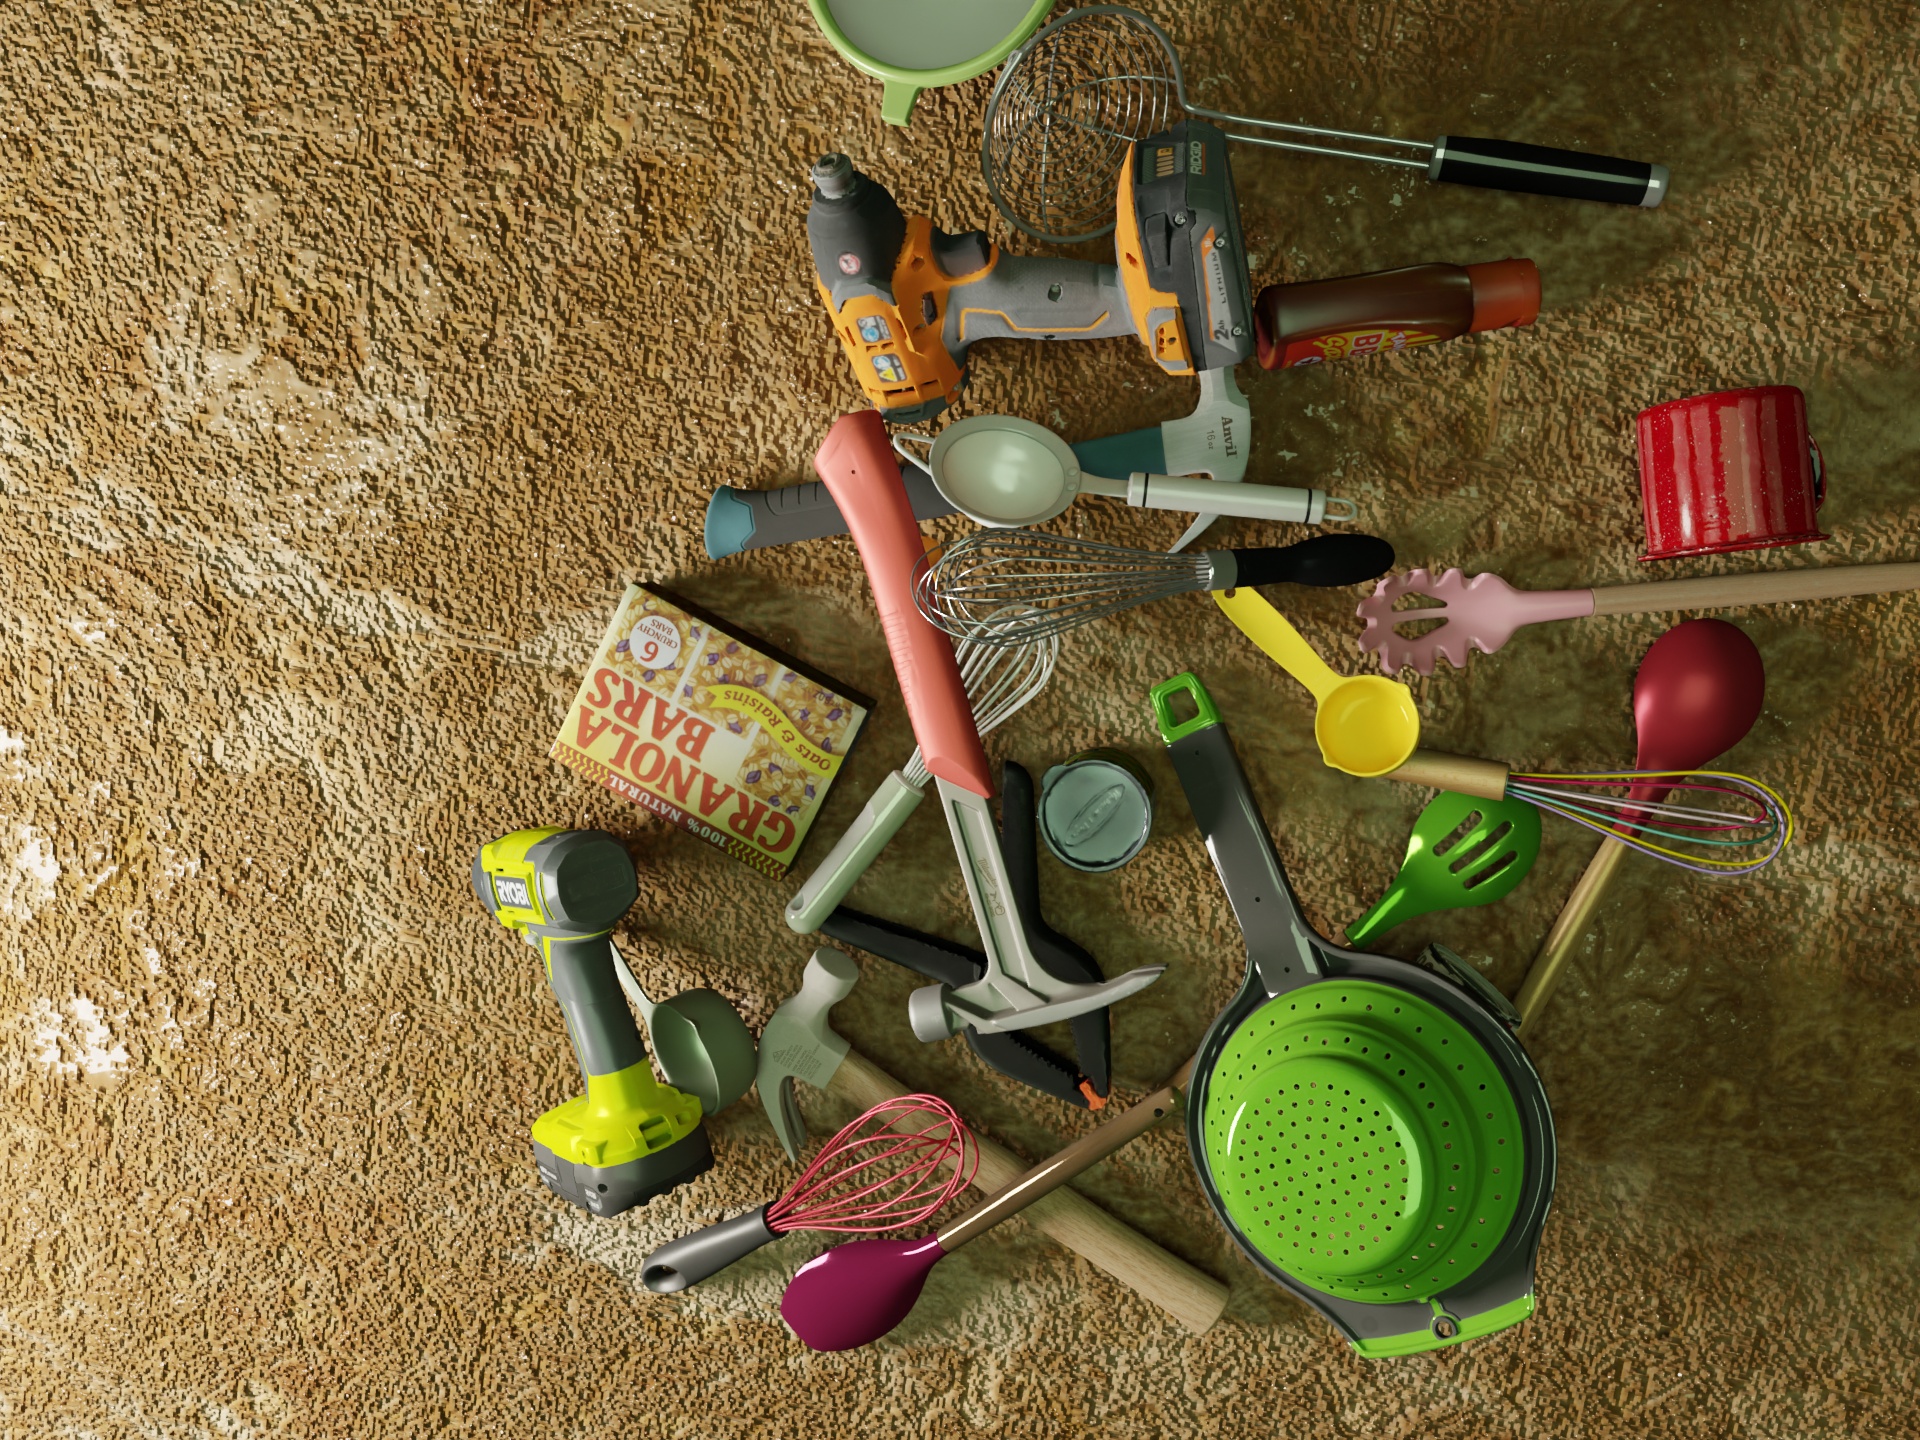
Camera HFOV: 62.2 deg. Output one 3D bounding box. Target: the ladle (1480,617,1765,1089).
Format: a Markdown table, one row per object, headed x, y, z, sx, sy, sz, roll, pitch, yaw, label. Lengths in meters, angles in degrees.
| x | y | z | sx | sy | sz | roll | pitch | yaw | label |
| --- | --- | --- | --- | --- | --- | --- | --- | --- | --- |
| 0.366 | 0.088 | 0.912 | 0.069 | 0.031 | 0.315 | 26 | 103 | 7 | ladle |

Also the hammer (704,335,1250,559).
| x | y | z | sx | sy | sz | roll | pitch | yaw | label |
| --- | --- | --- | --- | --- | --- | --- | --- | --- | --- |
| 0.006 | -0.141 | 0.938 | 0.331 | 0.033 | 0.128 | -8 | 95 | 11 | hammer |

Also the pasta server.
| x | y | z | sx | sy | sz | roll | pitch | yaw | label |
| --- | --- | --- | --- | --- | --- | --- | --- | --- | --- |
| 0.380 | -0.067 | 0.882 | 0.316 | 0.040 | 0.060 | -4 | 101 | 9 | pasta server |

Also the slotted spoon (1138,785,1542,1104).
| x | y | z | sx | sy | sz | roll | pitch | yaw | label |
| --- | --- | --- | --- | --- | --- | --- | --- | --- | --- |
| 0.215 | 0.149 | 0.945 | 0.313 | 0.031 | 0.070 | -43 | 90 | 14 | slotted spoon |

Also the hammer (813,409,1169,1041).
| x | y | z | sx | sy | sz | roll | pitch | yaw | label |
| --- | --- | --- | --- | --- | --- | --- | --- | --- | --- |
| -0.001 | -0.003 | 0.901 | 0.149 | 0.036 | 0.359 | -16 | 89 | 15 | hammer |

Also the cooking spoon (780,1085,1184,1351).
| x | y | z | sx | sy | sz | roll | pitch | yaw | label |
| --- | --- | --- | --- | --- | --- | --- | --- | --- | --- |
| 0.009 | 0.305 | 0.969 | 0.319 | 0.017 | 0.068 | -38 | 96 | 22 | cooking spoon |

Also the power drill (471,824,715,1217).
| x | y | z | sx | sy | sz | roll | pitch | yaw | label |
| --- | --- | --- | --- | --- | --- | --- | --- | --- | --- |
| -0.235 | 0.175 | 0.974 | 0.171 | 0.080 | 0.223 | -4 | 101 | 54 | power drill |

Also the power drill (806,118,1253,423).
| x | y | z | sx | sy | sz | roll | pitch | yaw | label |
| --- | --- | --- | --- | --- | --- | --- | --- | --- | --- |
| 0.033 | -0.246 | 0.848 | 0.226 | 0.164 | 0.084 | -5 | 54 | 17 | power drill |

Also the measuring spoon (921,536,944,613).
| x | y | z | sx | sy | sz | roll | pitch | yaw | label |
| --- | --- | --- | --- | --- | --- | --- | --- | --- | --- |
| -0.019 | -0.053 | 0.947 | 0.021 | 0.011 | 0.116 | 2 | 116 | 11 | measuring spoon |

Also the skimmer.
| x | y | z | sx | sy | sz | roll | pitch | yaw | label |
| --- | --- | --- | --- | --- | --- | --- | --- | --- | --- |
| 0.196 | -0.302 | 0.855 | 0.363 | 0.090 | 0.127 | 10 | 127 | 6 | skimmer |

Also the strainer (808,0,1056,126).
| x | y | z | sx | sy | sz | roll | pitch | yaw | label |
| --- | --- | --- | --- | --- | --- | --- | --- | --- | --- |
| 0.038 | -0.441 | 0.874 | 0.256 | 0.069 | 0.151 | -28 | 83 | 11 | strainer |

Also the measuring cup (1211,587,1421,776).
| x | y | z | sx | sy | sz | roll | pitch | yaw | label |
| --- | --- | --- | --- | --- | --- | --- | --- | --- | --- |
| 0.201 | -0.030 | 0.915 | 0.062 | 0.029 | 0.157 | -46 | 66 | 10 | measuring cup |

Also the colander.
| x | y | z | sx | sy | sz | roll | pitch | yaw | label |
| --- | --- | --- | --- | --- | --- | --- | --- | --- | --- |
| 0.177 | 0.156 | 0.869 | 0.204 | 0.094 | 0.397 | -27 | 76 | 25 | colander |

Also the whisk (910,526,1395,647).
| x | y | z | sx | sy | sz | roll | pitch | yaw | label |
| --- | --- | --- | --- | --- | --- | --- | --- | --- | --- |
| 0.112 | -0.080 | 0.876 | 0.284 | 0.070 | 0.070 | -5 | 97 | -14 | whisk |

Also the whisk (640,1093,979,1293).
| x | y | z | sx | sy | sz | roll | pitch | yaw | label |
| --- | --- | --- | --- | --- | --- | --- | --- | --- | --- |
| -0.101 | 0.299 | 0.975 | 0.296 | 0.073 | 0.073 | -33 | 91 | 31 | whisk |

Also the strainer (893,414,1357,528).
| x | y | z | sx | sy | sz | roll | pitch | yaw | label |
| --- | --- | --- | --- | --- | --- | --- | --- | --- | --- |
| 0.091 | -0.127 | 0.887 | 0.258 | 0.087 | 0.050 | 6 | 143 | 4 | strainer |

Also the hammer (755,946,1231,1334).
| x | y | z | sx | sy | sz | roll | pitch | yaw | label |
| --- | --- | --- | --- | --- | --- | --- | --- | --- | --- |
| 0.018 | 0.279 | 0.986 | 0.331 | 0.031 | 0.130 | 33 | 111 | 1 | hammer |

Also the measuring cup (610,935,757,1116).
| x | y | z | sx | sy | sz | roll | pitch | yaw | label |
| --- | --- | --- | --- | --- | --- | --- | --- | --- | --- |
| -0.183 | 0.171 | 1.001 | 0.168 | 0.038 | 0.083 | 48 | 140 | 26 | measuring cup |

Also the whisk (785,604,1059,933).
| x | y | z | sx | sy | sz | roll | pitch | yaw | label |
| --- | --- | --- | --- | --- | --- | --- | --- | --- | --- |
| -0.027 | 0.031 | 0.950 | 0.059 | 0.058 | 0.246 | 34 | 100 | -31 | whisk |

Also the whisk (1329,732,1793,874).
| x | y | z | sx | sy | sz | roll | pitch | yaw | label |
| --- | --- | --- | --- | --- | --- | --- | --- | --- | --- |
| 0.327 | 0.035 | 0.883 | 0.245 | 0.051 | 0.047 | 11 | 142 | 23 | whisk |
